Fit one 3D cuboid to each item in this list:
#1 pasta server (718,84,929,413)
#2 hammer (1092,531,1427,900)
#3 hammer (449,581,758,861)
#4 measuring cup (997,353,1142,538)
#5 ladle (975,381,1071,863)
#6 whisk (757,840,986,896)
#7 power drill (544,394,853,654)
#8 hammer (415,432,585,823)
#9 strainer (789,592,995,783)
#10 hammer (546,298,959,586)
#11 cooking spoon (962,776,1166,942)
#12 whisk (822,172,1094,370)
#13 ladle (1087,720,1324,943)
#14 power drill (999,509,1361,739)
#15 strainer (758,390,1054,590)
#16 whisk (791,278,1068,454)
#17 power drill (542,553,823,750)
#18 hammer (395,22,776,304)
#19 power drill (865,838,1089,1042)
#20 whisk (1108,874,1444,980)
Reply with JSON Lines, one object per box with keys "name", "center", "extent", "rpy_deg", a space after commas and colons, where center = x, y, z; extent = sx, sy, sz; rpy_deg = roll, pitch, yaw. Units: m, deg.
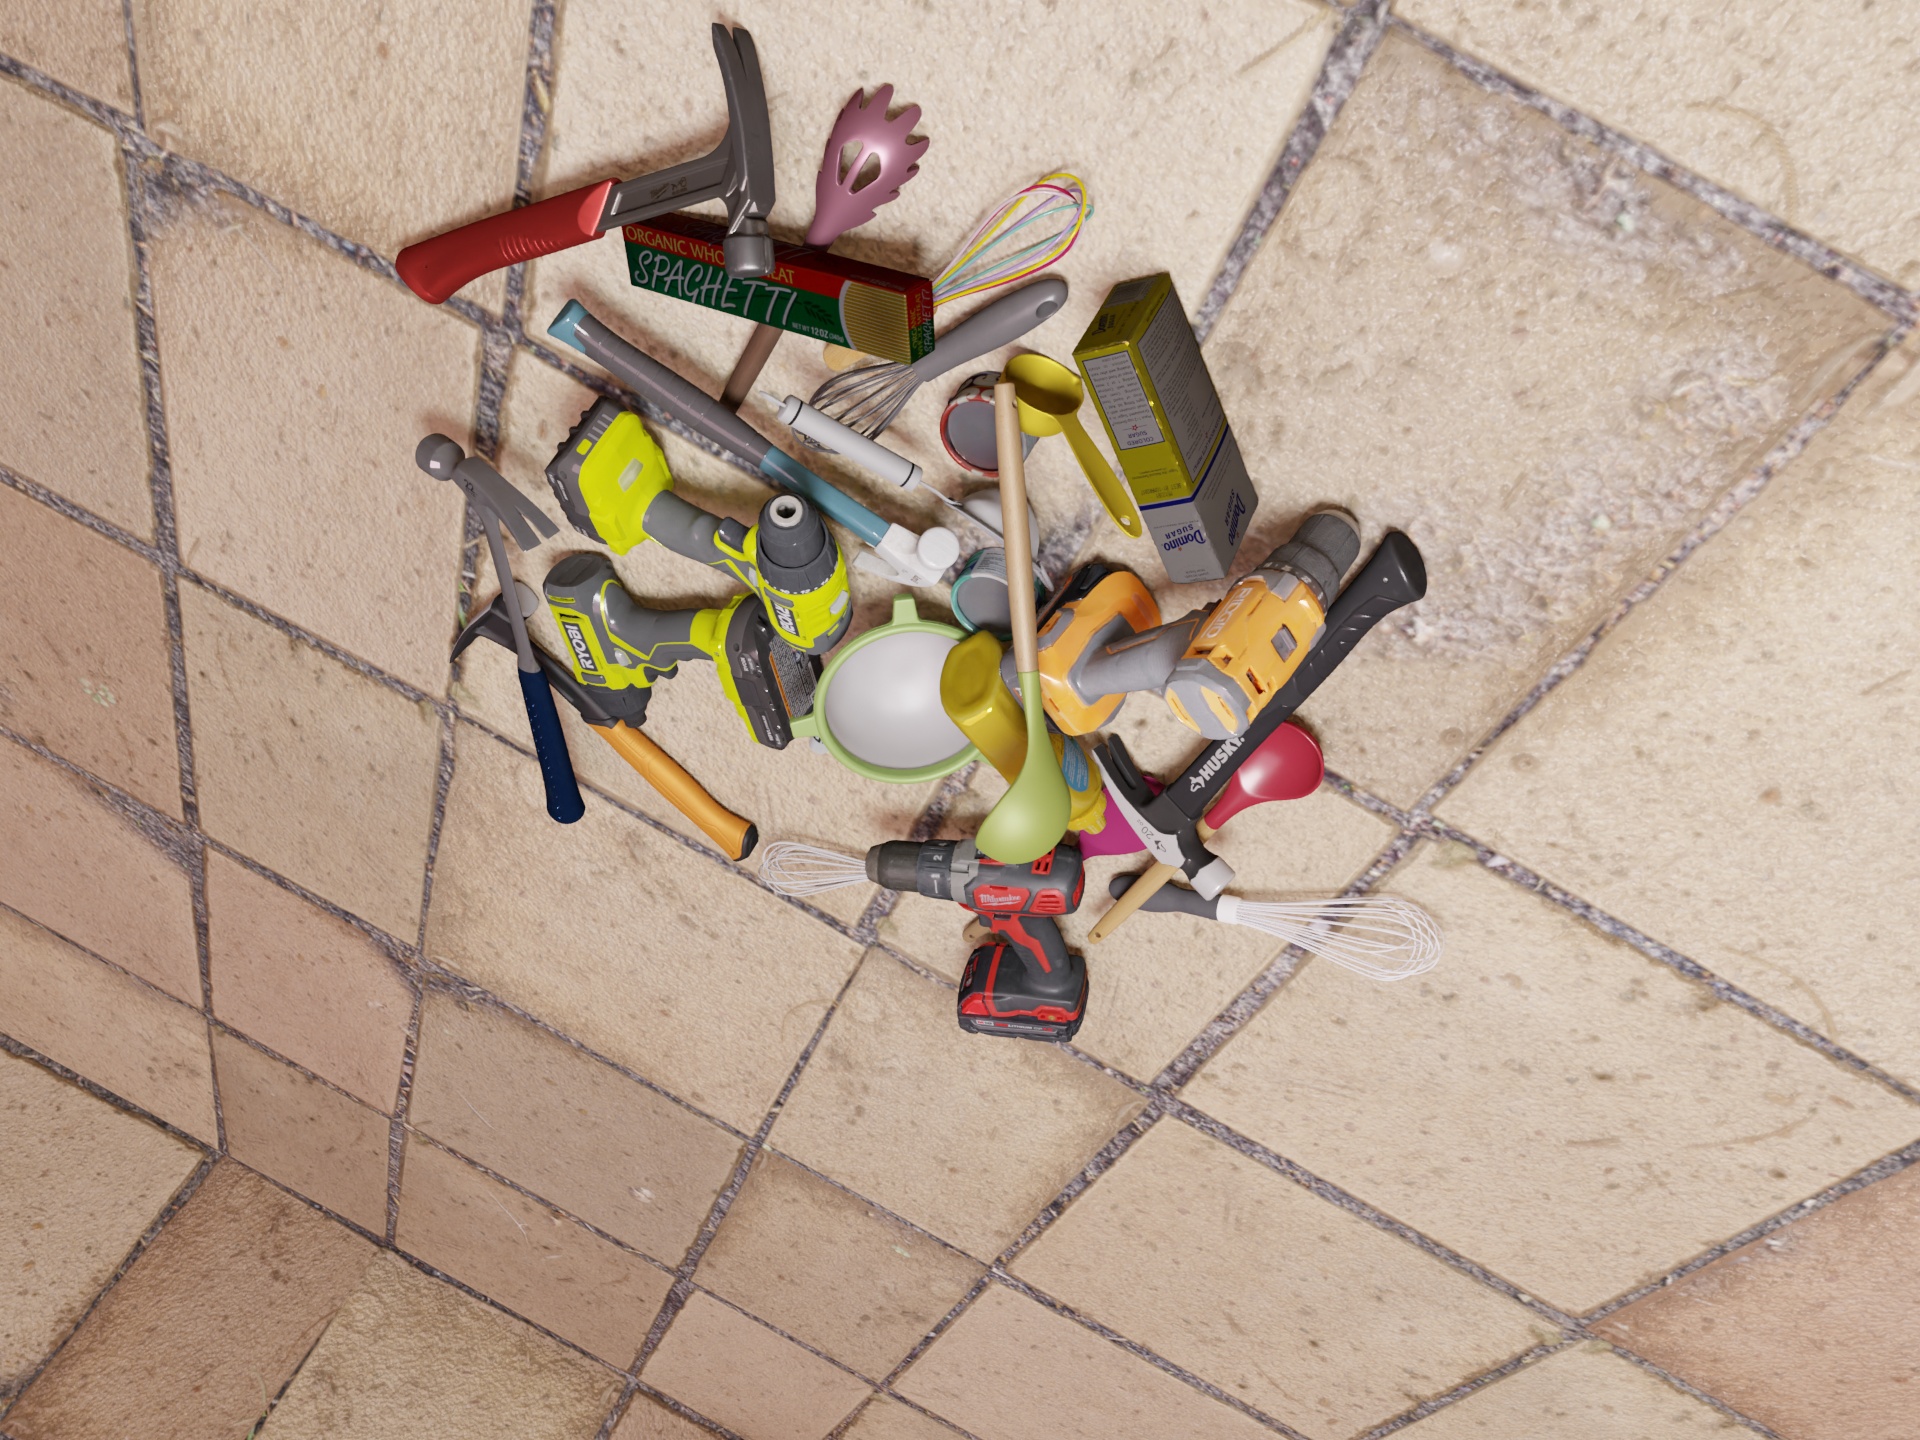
{"name": "pasta server", "center": [-0.111, -0.297, 1.082], "extent": [0.060, 0.040, 0.316], "rpy_deg": [36, 141, -7]}
{"name": "hammer", "center": [0.219, -0.013, 1.148], "extent": [0.146, 0.035, 0.334], "rpy_deg": [47, 134, 13]}
{"name": "hammer", "center": [-0.323, 0.016, 1.488], "extent": [0.336, 0.034, 0.127], "rpy_deg": [44, 135, -16]}
{"name": "measuring cup", "center": [0.072, -0.172, 1.032], "extent": [0.157, 0.062, 0.029], "rpy_deg": [62, 145, 22]}
{"name": "ladle", "center": [0.032, -0.059, 1.050], "extent": [0.062, 0.078, 0.320], "rpy_deg": [2, 104, 34]}
{"name": "whisk", "center": [-0.076, 0.139, 1.467], "extent": [0.246, 0.059, 0.057], "rpy_deg": [1, 114, 21]}
{"name": "power drill", "center": [-0.186, -0.147, 1.175], "extent": [0.228, 0.080, 0.190], "rpy_deg": [28, 163, 11]}
{"name": "hammer", "center": [-0.373, -0.053, 1.377], "extent": [0.144, 0.035, 0.405], "rpy_deg": [33, 144, 28]}
{"name": "strainer", "center": [-0.002, -0.004, 1.284], "extent": [0.256, 0.069, 0.151], "rpy_deg": [30, 114, -27]}
{"name": "hammer", "center": [-0.150, -0.198, 1.141], "extent": [0.331, 0.033, 0.128], "rpy_deg": [34, 170, -6]}
{"name": "cooking spoon", "center": [0.086, 0.128, 1.388], "extent": [0.068, 0.017, 0.318], "rpy_deg": [34, 137, -12]}
{"name": "whisk", "center": [-0.007, -0.285, 1.031], "extent": [0.245, 0.051, 0.047], "rpy_deg": [-19, 99, 44]}
{"name": "ladle", "center": [0.187, 0.097, 1.274], "extent": [0.069, 0.031, 0.315], "rpy_deg": [44, 132, 6]}
{"name": "power drill", "center": [0.153, -0.067, 1.080], "extent": [0.226, 0.185, 0.084], "rpy_deg": [-1, 133, 54]}
{"name": "strainer", "center": [-0.027, -0.167, 1.107], "extent": [0.258, 0.087, 0.050], "rpy_deg": [26, 98, -24]}
{"name": "whisk", "center": [-0.023, -0.238, 1.077], "extent": [0.239, 0.055, 0.055], "rpy_deg": [-21, 118, 35]}
{"name": "power drill", "center": [-0.233, -0.050, 1.349], "extent": [0.223, 0.080, 0.171], "rpy_deg": [9, 135, 25]}
{"name": "hammer", "center": [-0.267, -0.351, 1.082], "extent": [0.359, 0.036, 0.149], "rpy_deg": [0, 99, 37]}
{"name": "power drill", "center": [0.022, 0.184, 1.401], "extent": [0.188, 0.080, 0.226], "rpy_deg": [3, 137, 14]}
{"name": "whisk", "center": [0.251, 0.162, 1.304], "extent": [0.285, 0.070, 0.070], "rpy_deg": [8, 134, 29]}
